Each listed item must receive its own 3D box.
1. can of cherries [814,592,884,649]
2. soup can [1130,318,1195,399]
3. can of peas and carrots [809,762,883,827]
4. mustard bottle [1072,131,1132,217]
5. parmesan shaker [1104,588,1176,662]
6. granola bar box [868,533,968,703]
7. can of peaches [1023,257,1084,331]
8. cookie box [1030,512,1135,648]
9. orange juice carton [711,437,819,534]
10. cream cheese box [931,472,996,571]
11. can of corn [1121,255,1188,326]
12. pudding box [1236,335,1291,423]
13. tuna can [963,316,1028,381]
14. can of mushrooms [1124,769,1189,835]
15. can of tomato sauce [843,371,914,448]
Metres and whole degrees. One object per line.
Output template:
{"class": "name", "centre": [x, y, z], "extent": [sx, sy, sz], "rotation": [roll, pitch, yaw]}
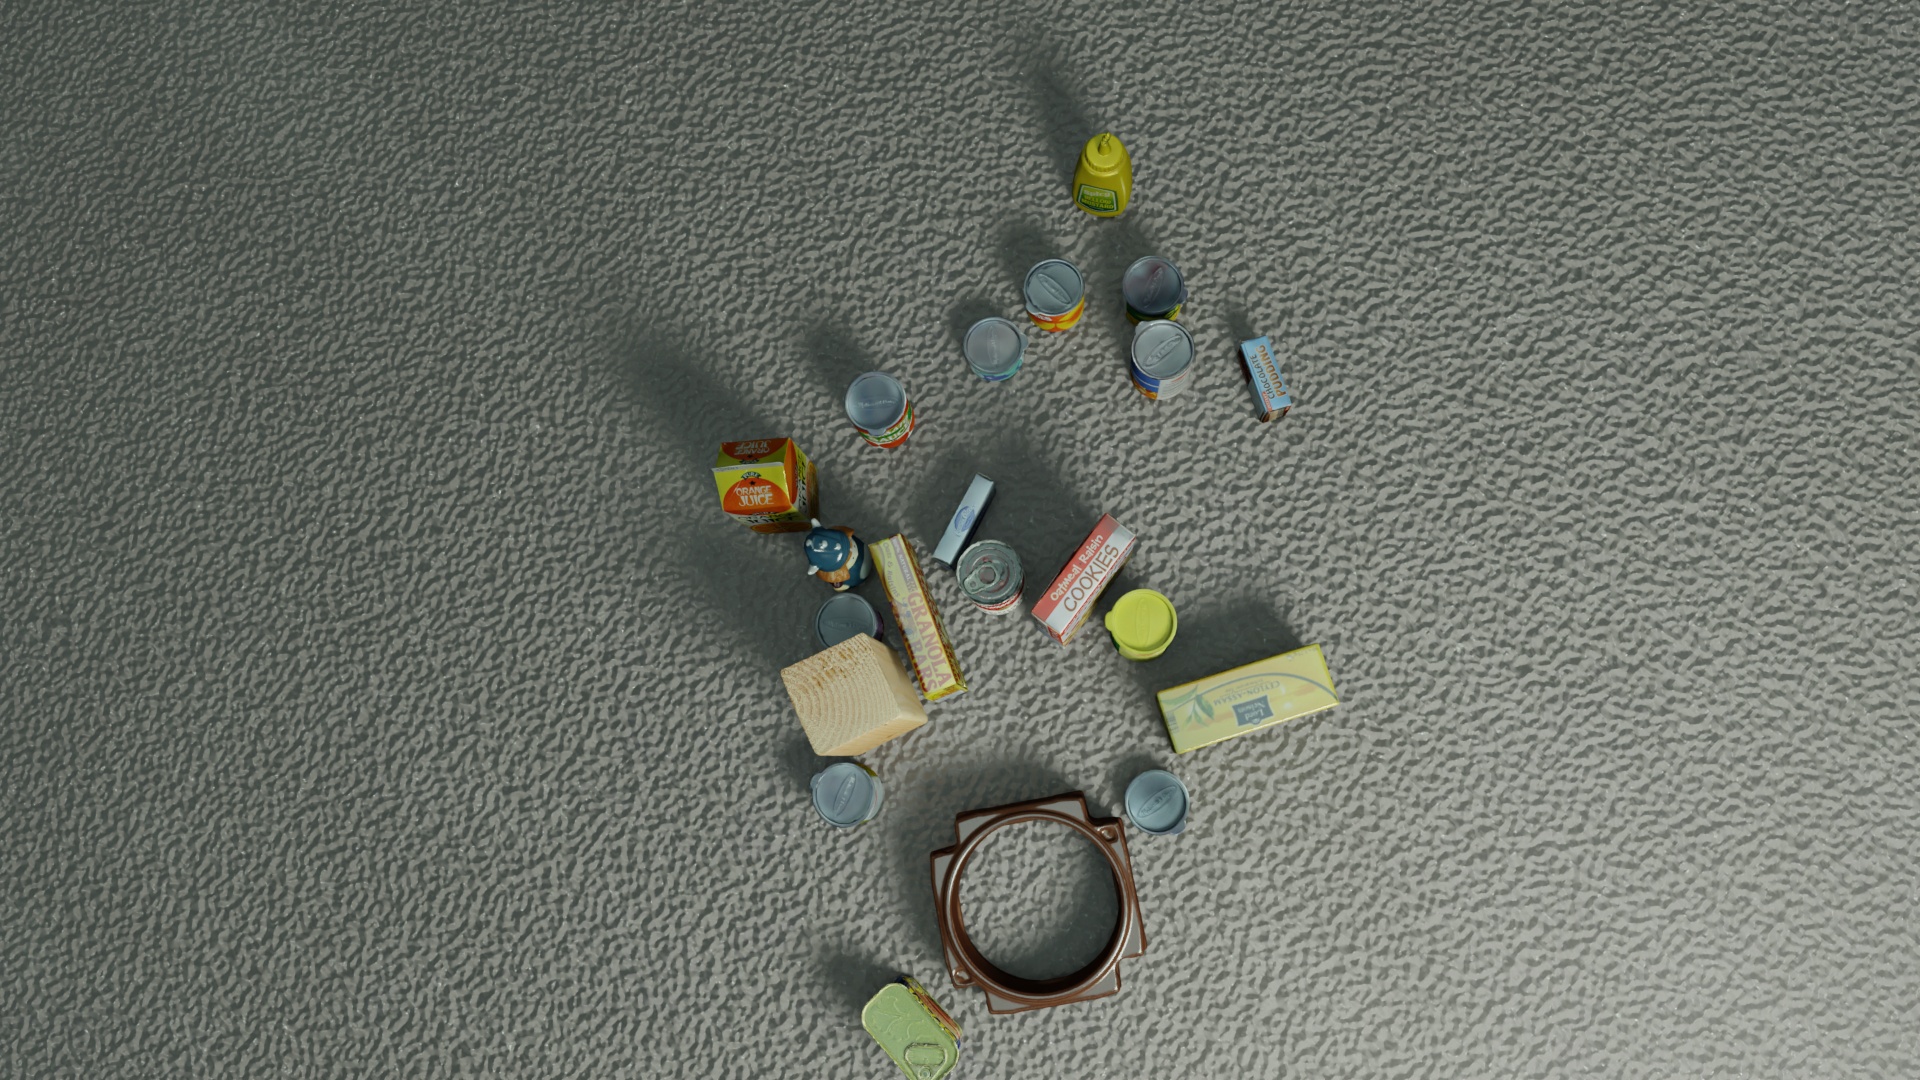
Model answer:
{"class": "can of cherries", "centre": [-0.118, 0.094, 1.478], "extent": [0.071, 0.058, 0.071], "rotation": [-1, 80, 5]}
{"class": "soup can", "centre": [0.213, -0.194, 1.485], "extent": [0.071, 0.083, 0.071], "rotation": [-1, 80, 5]}
{"class": "can of peas and carrots", "centre": [-0.119, 0.264, 1.449], "extent": [0.071, 0.058, 0.071], "rotation": [-1, 80, 5]}
{"class": "mustard bottle", "centre": [0.152, -0.397, 1.487], "extent": [0.065, 0.160, 0.049], "rotation": [13, 82, 7]}
{"class": "parmesan shaker", "centre": [0.184, 0.088, 1.428], "extent": [0.071, 0.103, 0.071], "rotation": [-1, 81, 5]}
{"class": "granola bar box", "centre": [-0.042, 0.082, 1.440], "extent": [0.039, 0.124, 0.166], "rotation": [-21, 79, 2]}
{"class": "can of peaches", "centre": [0.101, -0.267, 1.521], "extent": [0.071, 0.058, 0.071], "rotation": [-1, 80, 5]}
{"class": "cookie box", "centre": [0.124, 0.044, 1.409], "extent": [0.040, 0.167, 0.123], "rotation": [36, 86, 10]}
{"class": "orange juice carton", "centre": [-0.200, -0.058, 1.444], "extent": [0.072, 0.192, 0.073], "rotation": [-4, 80, 5]}
{"class": "cream cheese box", "centre": [0.005, -0.019, 1.489], "extent": [0.024, 0.053, 0.104], "rotation": [27, 84, 9]}
{"class": "can of corn", "centre": [0.211, -0.267, 1.510], "extent": [0.071, 0.058, 0.071], "rotation": [-1, 80, 5]}
{"class": "pudding box", "centre": [0.325, -0.173, 1.488], "extent": [0.030, 0.049, 0.084], "rotation": [-18, 79, 2]}
{"class": "tuna can", "centre": [0.040, -0.211, 1.530], "extent": [0.071, 0.033, 0.071], "rotation": [-1, 80, 5]}
{"class": "can of mushrooms", "centre": [0.203, 0.271, 1.430], "extent": [0.071, 0.033, 0.071], "rotation": [-1, 80, 5]}
{"class": "can of tomato sauce", "centre": [-0.086, -0.138, 1.503], "extent": [0.071, 0.083, 0.071], "rotation": [-1, 80, 5]}
